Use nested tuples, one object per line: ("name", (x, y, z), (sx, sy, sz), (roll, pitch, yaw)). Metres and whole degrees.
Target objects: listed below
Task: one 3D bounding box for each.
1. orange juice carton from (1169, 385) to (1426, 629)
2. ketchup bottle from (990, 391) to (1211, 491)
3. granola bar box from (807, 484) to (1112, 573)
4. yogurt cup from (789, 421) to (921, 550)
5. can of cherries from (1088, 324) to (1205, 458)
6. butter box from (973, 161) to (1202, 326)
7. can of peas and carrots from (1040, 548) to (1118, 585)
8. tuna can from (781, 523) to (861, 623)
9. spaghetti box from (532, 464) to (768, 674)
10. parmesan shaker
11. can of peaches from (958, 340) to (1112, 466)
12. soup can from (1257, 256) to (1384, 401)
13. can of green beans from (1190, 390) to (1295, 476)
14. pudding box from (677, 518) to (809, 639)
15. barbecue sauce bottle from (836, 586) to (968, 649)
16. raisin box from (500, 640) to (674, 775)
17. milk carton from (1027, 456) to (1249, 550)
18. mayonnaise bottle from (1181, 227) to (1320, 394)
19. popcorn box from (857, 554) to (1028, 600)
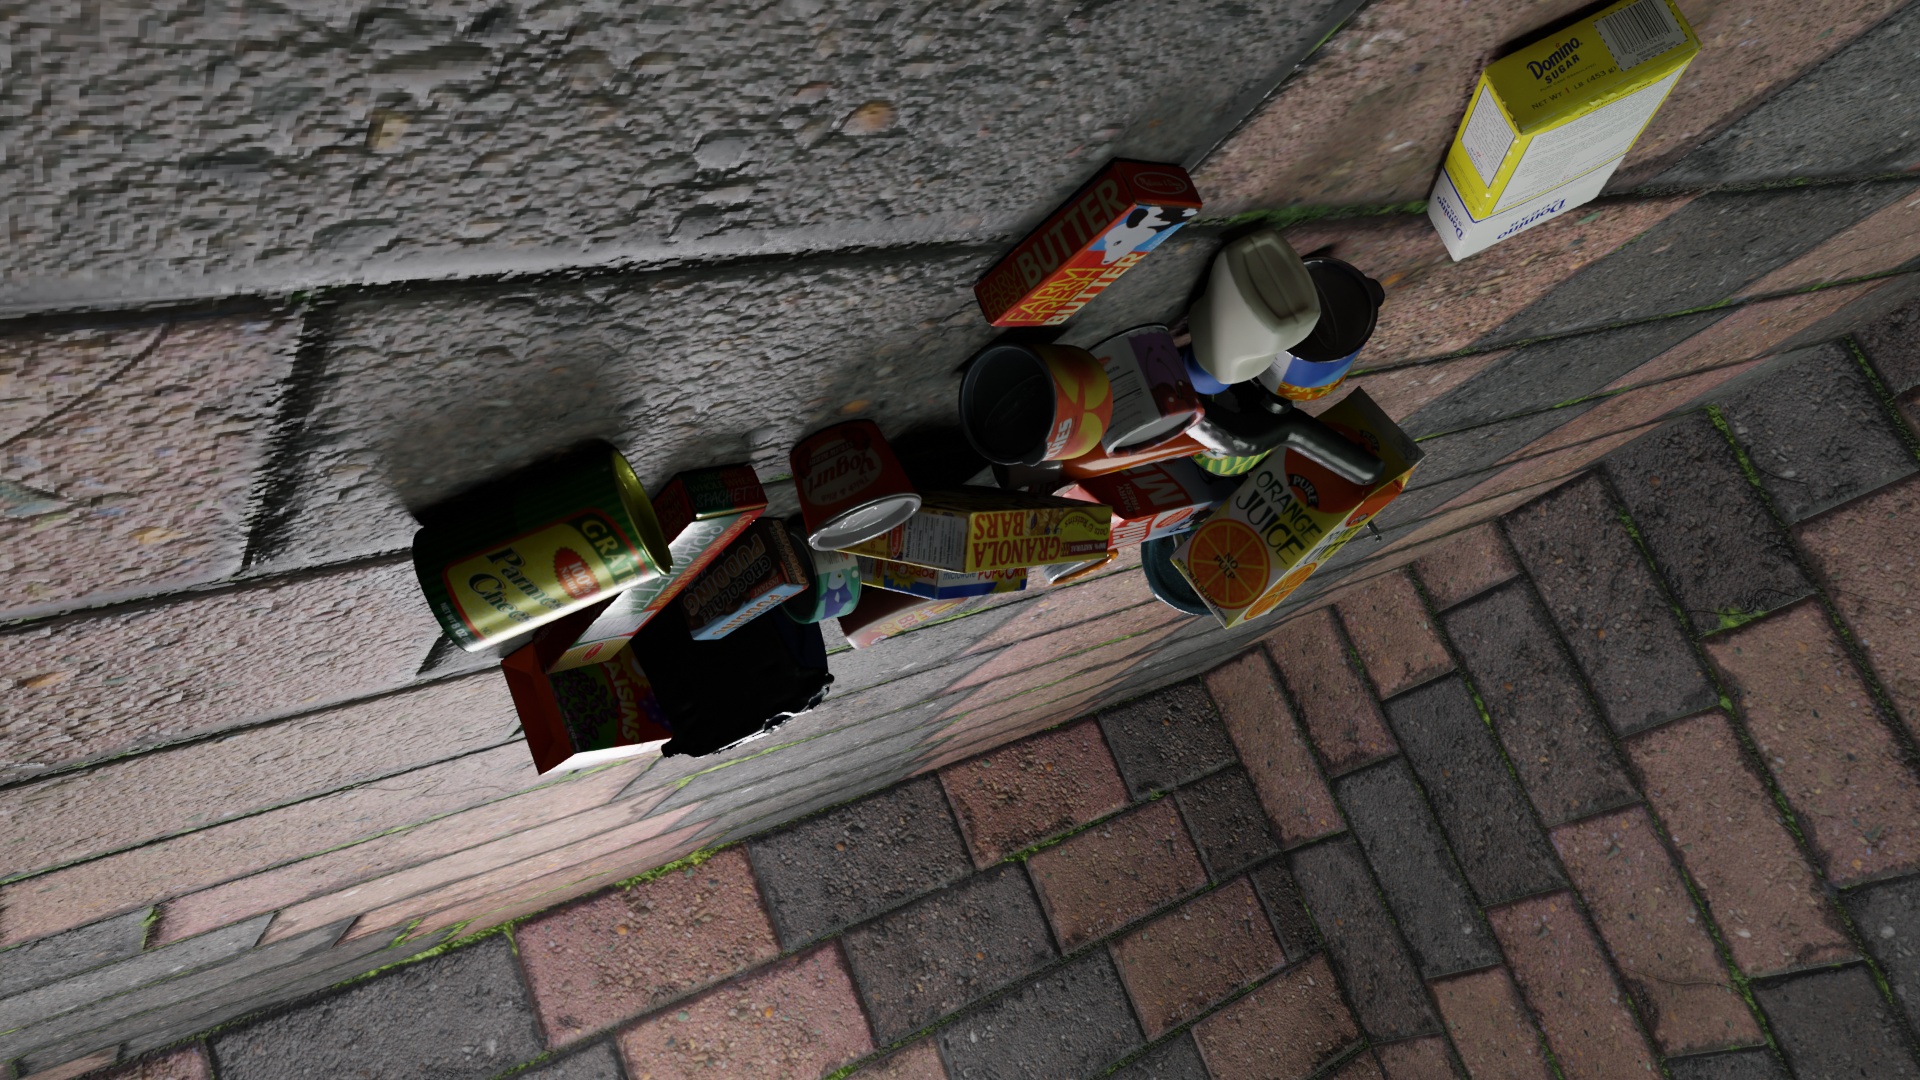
("orange juice carton", (0.252, -0.024, 1.027), (0.073, 0.072, 0.191), (-11, 149, -50))
("ketchup bottle", (0.095, -0.066, 0.932), (0.149, 0.043, 0.065), (-13, -168, -16))
("granola bar box", (0.003, -0.011, 0.894), (0.124, 0.039, 0.166), (9, -172, 35))
("yogurt cup", (-0.063, -0.032, 0.790), (0.072, 0.054, 0.072), (-22, 167, -5))
("can of cherries", (0.109, -0.090, 0.845), (0.071, 0.058, 0.071), (-22, 167, -5))
("butter box", (0.058, -0.136, 0.647), (0.053, 0.024, 0.103), (-11, 162, -46))
("can of peas and carrots", (0.095, -0.002, 1.176), (0.071, 0.059, 0.071), (-22, 167, -5))
("tuna can", (-0.097, 0.022, 0.919), (0.033, 0.071, 0.070), (-12, 163, -34))
("spaghetti box", (-0.194, 0.023, 0.842), (0.050, 0.029, 0.249), (-12, 163, -40))
("parmesan shaker", (-0.201, 0.008, 0.675), (0.103, 0.071, 0.071), (-23, 167, -2))
("can of peaches", (0.043, -0.074, 0.766), (0.071, 0.071, 0.058), (-33, 165, 36))
("soup can", (0.218, -0.129, 0.855), (0.071, 0.071, 0.083), (-23, 168, 1))
("can of green beans", (0.198, -0.087, 0.993), (0.071, 0.071, 0.057), (-19, 166, -17))
("pudding box", (-0.143, 0.026, 0.896), (0.083, 0.050, 0.030), (-29, 164, 25))
("barbecue sauce bottle", (-0.030, 0.044, 1.178), (0.148, 0.044, 0.065), (-24, 166, 3))
("raisin box", (-0.253, 0.113, 0.976), (0.040, 0.086, 0.123), (-31, 165, 24))
("milk carton", (0.125, -0.040, 1.041), (0.191, 0.073, 0.072), (-12, 163, -38))
("mayonnaise bottle", (0.160, -0.123, 0.799), (0.041, 0.065, 0.148), (-25, 172, -8))
("popcorn box", (-0.016, 0.015, 1.008), (0.085, 0.038, 0.127), (10, -173, 32))
